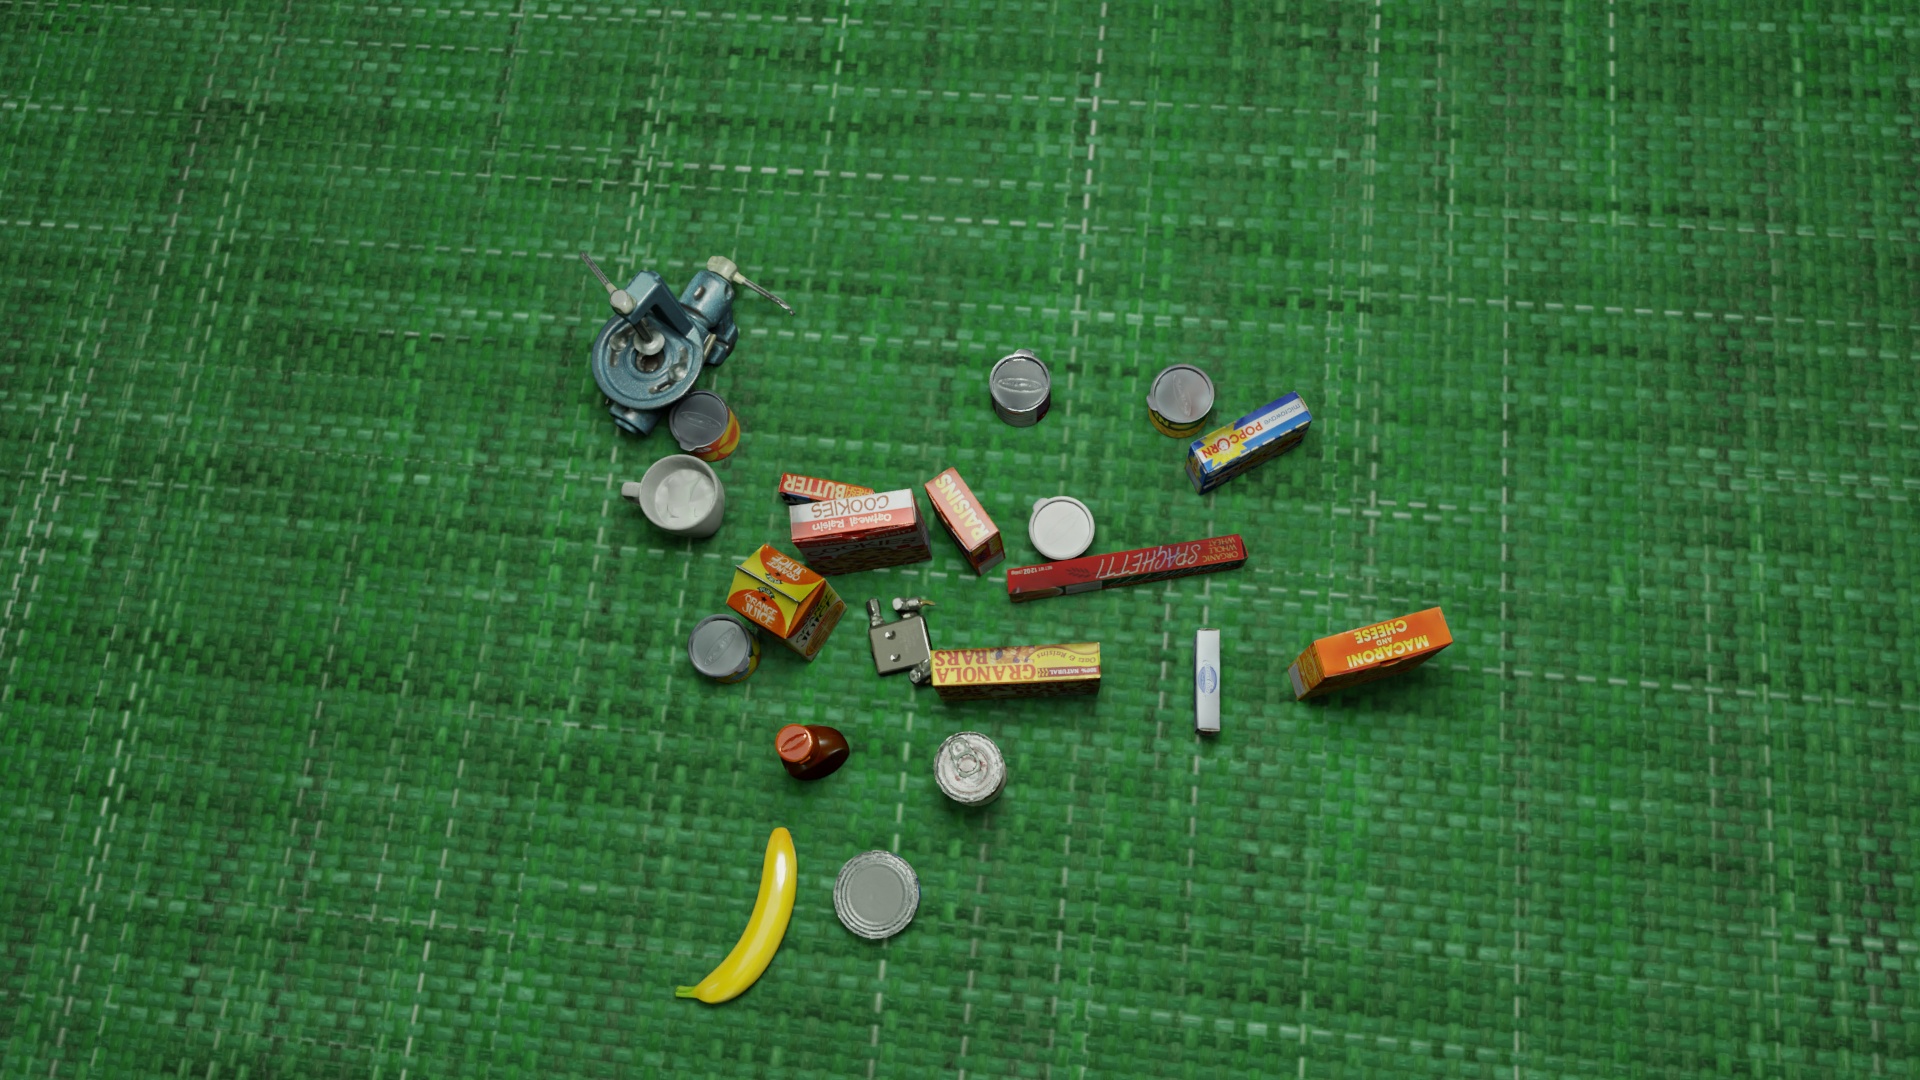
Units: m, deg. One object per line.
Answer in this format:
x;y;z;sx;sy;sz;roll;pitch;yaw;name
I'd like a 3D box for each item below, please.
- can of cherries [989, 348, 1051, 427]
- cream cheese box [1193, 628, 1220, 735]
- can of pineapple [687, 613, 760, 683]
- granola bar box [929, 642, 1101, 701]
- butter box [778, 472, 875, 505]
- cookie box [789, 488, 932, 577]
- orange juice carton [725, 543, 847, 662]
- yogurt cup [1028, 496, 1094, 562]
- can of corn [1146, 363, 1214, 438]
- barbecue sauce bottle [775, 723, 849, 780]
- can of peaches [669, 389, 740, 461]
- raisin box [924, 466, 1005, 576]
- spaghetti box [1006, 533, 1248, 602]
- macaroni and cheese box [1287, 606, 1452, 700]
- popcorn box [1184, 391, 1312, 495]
0.067;-0.165;1.508;0.071;0.058;0.071;-1;76;4;can of cherries
0.251;0.145;1.418;0.024;0.053;0.104;1;76;5;cream cheese box
-0.247;0.116;1.461;0.071;0.057;0.071;-1;76;4;can of pineapple
0.058;0.134;1.399;0.166;0.124;0.039;-3;76;4;granola bar box
-0.140;-0.047;1.497;0.103;0.053;0.024;11;77;7;butter box
-0.099;-0.005;1.424;0.123;0.167;0.040;-9;76;2;cookie box
-0.176;0.062;1.400;0.072;0.192;0.073;30;81;11;orange juice carton
0.107;-0.008;1.468;0.072;0.054;0.072;-1;76;4;yogurt cup
0.234;-0.148;1.491;0.071;0.058;0.071;-1;76;4;can of corn
-0.152;0.209;1.383;0.065;0.148;0.044;-30;76;-3;barbecue sauce bottle
-0.281;-0.123;1.524;0.071;0.058;0.071;-1;76;4;can of peaches
0.005;-0.018;1.442;0.040;0.123;0.086;-34;76;-4;raisin box
0.173;0.030;1.455;0.250;0.050;0.029;-9;76;2;spaghetti box
0.396;0.114;1.357;0.124;0.166;0.040;-15;76;1;macaroni and cheese box
0.301;-0.101;1.461;0.127;0.085;0.038;-27;76;-3;popcorn box
